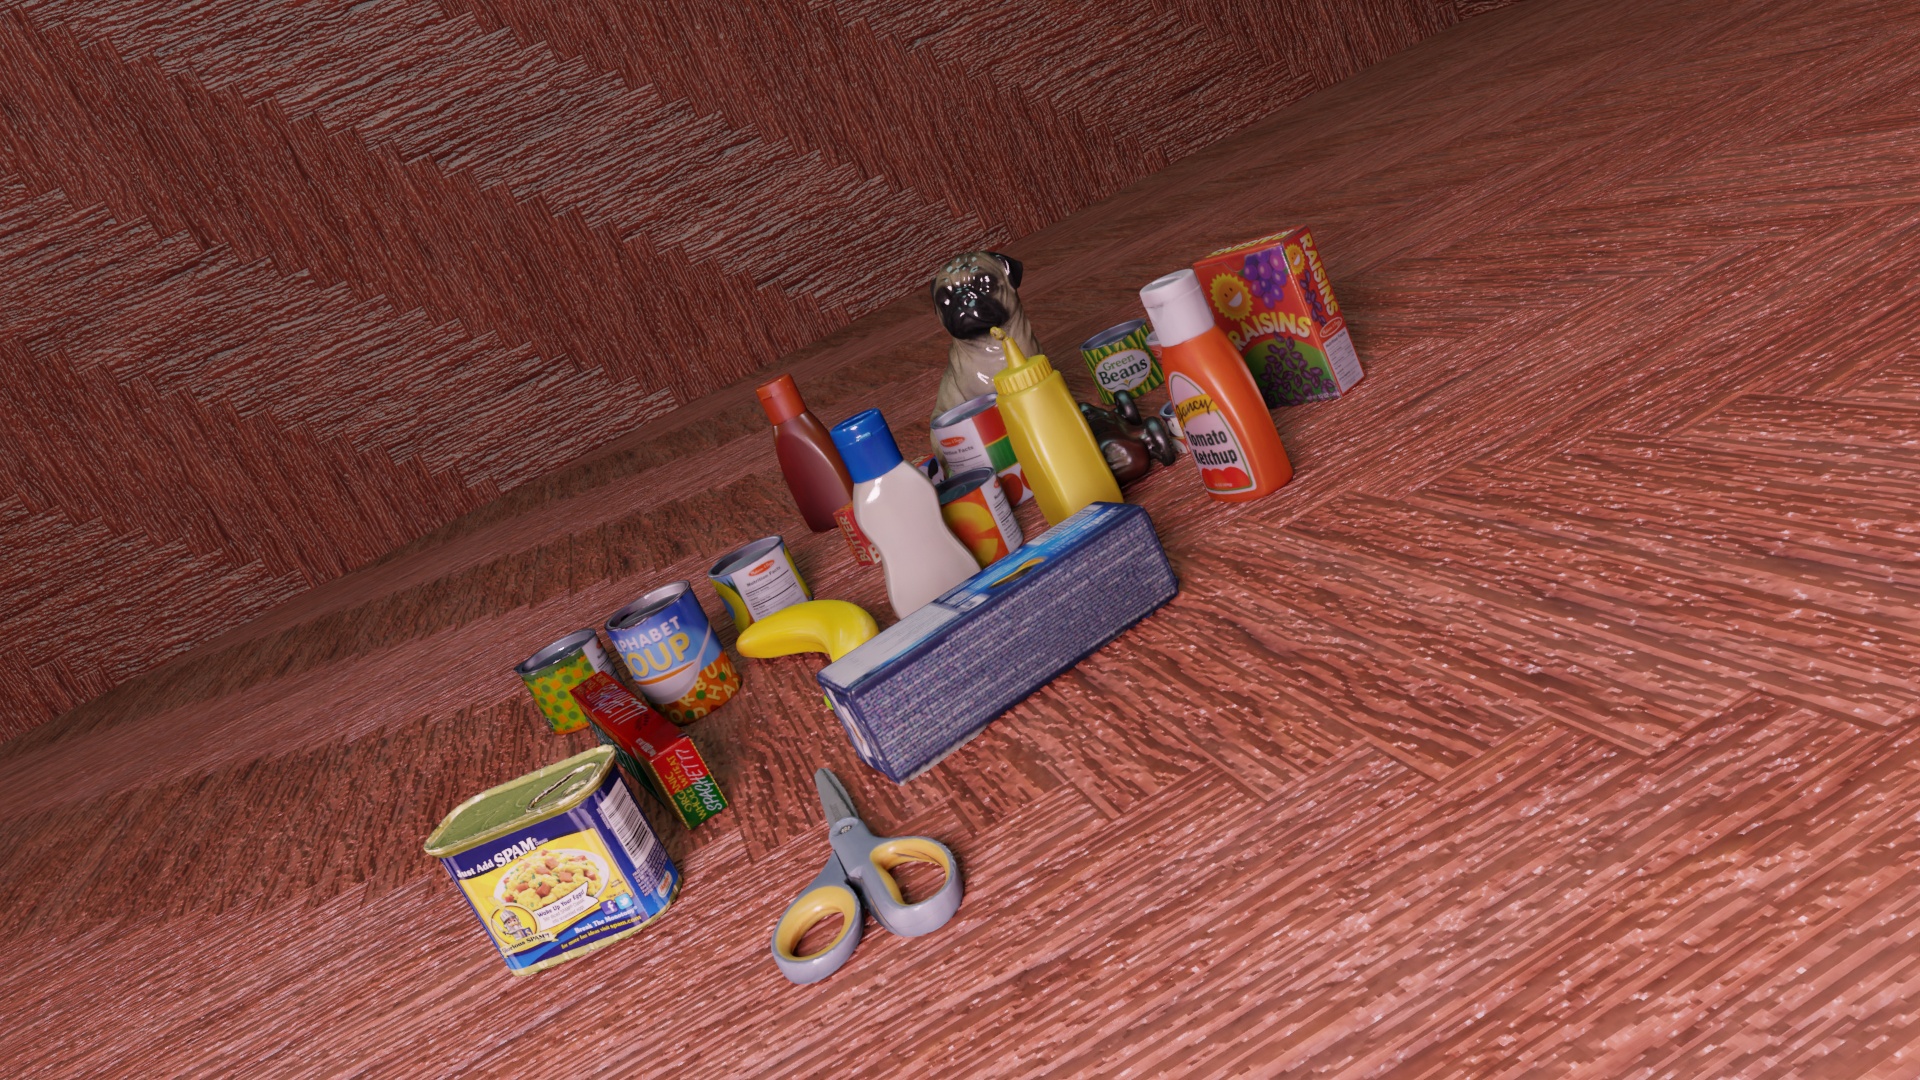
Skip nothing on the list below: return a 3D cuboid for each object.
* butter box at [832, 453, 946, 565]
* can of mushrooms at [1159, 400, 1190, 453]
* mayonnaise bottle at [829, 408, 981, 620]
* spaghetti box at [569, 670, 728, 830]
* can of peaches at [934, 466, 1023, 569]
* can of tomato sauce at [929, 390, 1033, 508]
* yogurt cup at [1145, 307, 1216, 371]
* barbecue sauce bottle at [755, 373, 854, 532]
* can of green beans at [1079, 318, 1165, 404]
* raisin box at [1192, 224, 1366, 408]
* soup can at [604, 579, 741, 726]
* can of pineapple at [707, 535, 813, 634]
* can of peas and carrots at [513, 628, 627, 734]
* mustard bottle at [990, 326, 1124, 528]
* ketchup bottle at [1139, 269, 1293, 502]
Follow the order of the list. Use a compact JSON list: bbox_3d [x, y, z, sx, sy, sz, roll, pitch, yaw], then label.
[{"bbox_3d":[-0.052,-0.026,1.151,0.104,0.053,0.024,-35,18,-31],"label":"butter box"},{"bbox_3d":[0.188,-0.095,1.043,0.071,0.033,0.071,-23,16,7],"label":"can of mushrooms"},{"bbox_3d":[-0.038,-0.014,0.914,0.065,0.147,0.041,-27,15,-4],"label":"mayonnaise bottle"},{"bbox_3d":[-0.206,0.129,0.891,0.029,0.050,0.250,-31,17,-21],"label":"spaghetti box"},{"bbox_3d":[0.004,-0.013,1.014,0.071,0.058,0.071,-23,15,7],"label":"can of peaches"},{"bbox_3d":[0.024,-0.071,1.126,0.071,0.083,0.071,-24,15,7],"label":"can of tomato sauce"},{"bbox_3d":[0.202,-0.164,1.210,0.072,0.054,0.072,-23,15,7],"label":"yogurt cup"},{"bbox_3d":[-0.144,-0.083,1.301,0.064,0.148,0.044,-16,18,31],"label":"barbecue sauce bottle"},{"bbox_3d":[0.151,-0.165,1.284,0.071,0.057,0.071,-23,15,7],"label":"can of green beans"},{"bbox_3d":[0.234,-0.161,1.022,0.040,0.123,0.086,-35,18,-32],"label":"raisin box"},{"bbox_3d":[-0.202,0.081,0.977,0.071,0.083,0.071,-24,15,7],"label":"soup can"},{"bbox_3d":[-0.159,0.036,1.107,0.071,0.057,0.071,-23,15,7],"label":"can of pineapple"},{"bbox_3d":[-0.303,0.111,1.083,0.071,0.058,0.071,-23,15,7],"label":"can of peas and carrots"},{"bbox_3d":[0.060,-0.072,0.931,0.049,0.160,0.065,-29,16,-13],"label":"mustard bottle"},{"bbox_3d":[0.159,-0.098,0.883,0.044,0.148,0.064,-33,17,-26],"label":"ketchup bottle"}]
